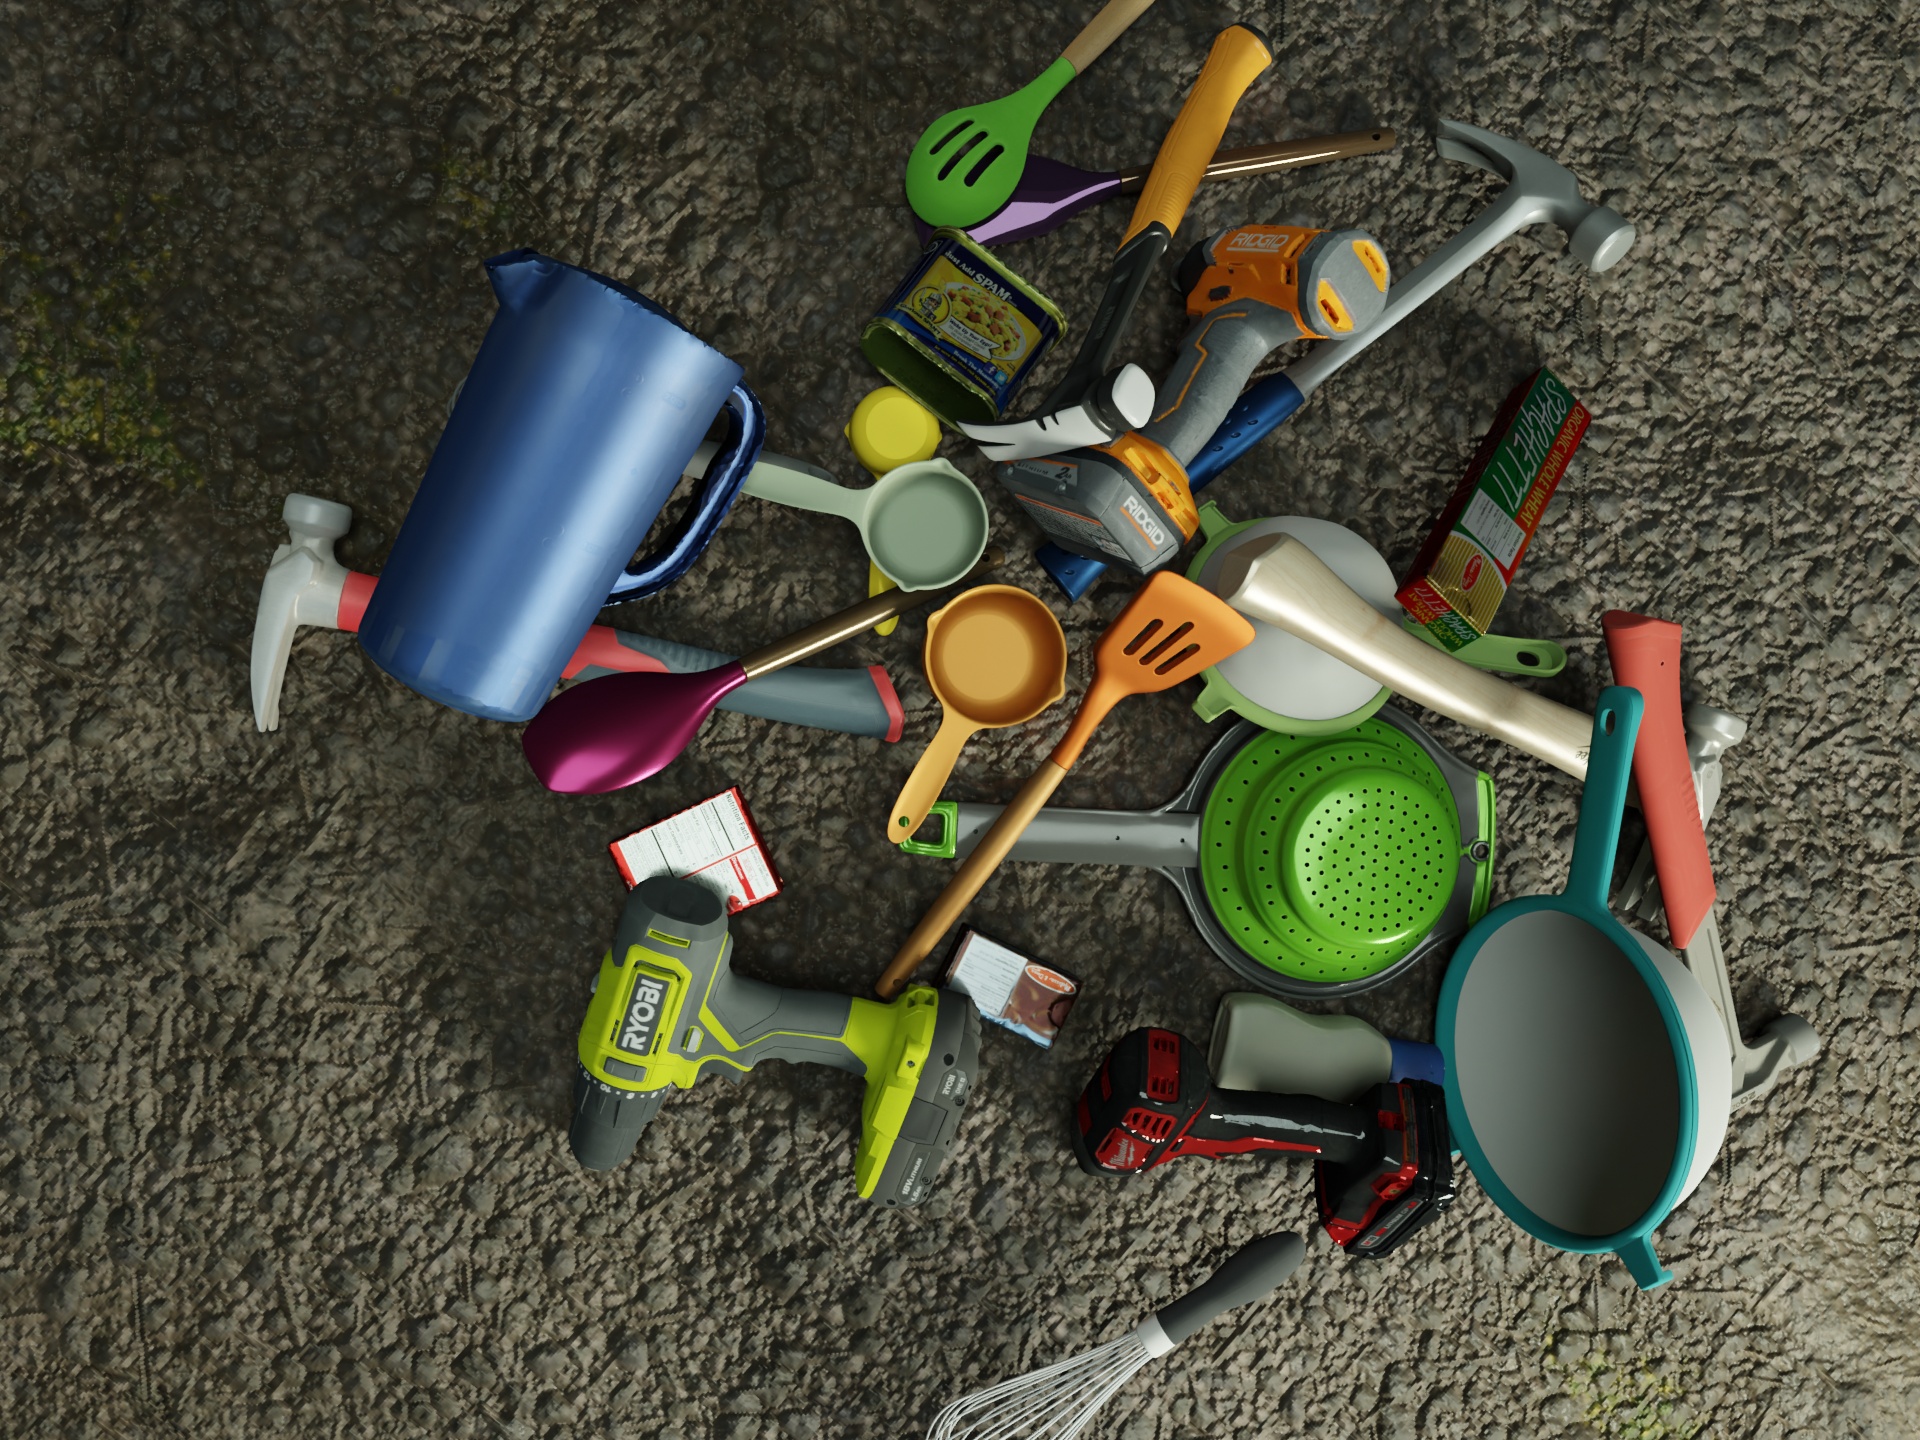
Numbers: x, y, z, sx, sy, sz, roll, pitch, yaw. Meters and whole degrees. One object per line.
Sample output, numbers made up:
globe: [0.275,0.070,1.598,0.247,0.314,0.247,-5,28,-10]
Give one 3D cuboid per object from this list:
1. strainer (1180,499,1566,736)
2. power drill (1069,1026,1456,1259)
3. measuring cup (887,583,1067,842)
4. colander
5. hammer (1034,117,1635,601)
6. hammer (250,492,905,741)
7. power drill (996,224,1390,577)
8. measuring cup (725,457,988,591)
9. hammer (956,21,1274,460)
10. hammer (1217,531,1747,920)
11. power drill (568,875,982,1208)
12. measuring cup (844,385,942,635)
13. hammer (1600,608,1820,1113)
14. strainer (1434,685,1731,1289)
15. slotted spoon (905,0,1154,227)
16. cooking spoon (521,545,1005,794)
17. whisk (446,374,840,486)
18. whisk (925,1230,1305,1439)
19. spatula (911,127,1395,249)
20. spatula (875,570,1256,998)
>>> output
strainer: [0.267,-0.064,0.987,0.256,0.069,0.152,8,67,-8]
power drill: [0.178,0.262,0.985,0.219,0.143,0.079,14,49,-7]
measuring cup: [-0.002,-0.003,0.991,0.095,0.052,0.173,29,90,-7]
colander: [0.162,0.078,0.990,0.397,0.094,0.204,3,91,-7]
hammer: [0.213,-0.220,0.999,0.405,0.035,0.144,-38,65,1]
hammer: [-0.226,-0.026,0.969,0.386,0.038,0.143,12,92,-7]
power drill: [0.128,-0.202,0.944,0.226,0.164,0.084,-50,123,-6]
measuring cup: [-0.065,-0.129,0.965,0.167,0.038,0.083,16,89,1]
hammer: [0.110,-0.293,0.945,0.034,0.127,0.337,42,60,-33]
hammer: [0.318,-0.002,0.973,0.410,0.038,0.146,22,92,-26]
power drill: [-0.118,0.212,0.961,0.228,0.080,0.190,18,109,-7]
measuring cup: [-0.043,-0.131,0.991,0.062,0.029,0.156,3,90,-7]
hammer: [0.451,0.099,1.010,0.149,0.037,0.358,-24,110,-10]
strainer: [0.400,0.148,0.962,0.095,0.211,0.340,2,100,-23]
slotted spoon: [0.083,-0.428,0.995,0.070,0.031,0.314,42,83,11]
cooking spoon: [-0.109,-0.040,0.954,0.319,0.017,0.069,-26,78,-20]
whisk: [-0.190,-0.168,0.968,0.239,0.055,0.055,12,90,-12]
whisk: [0.095,0.401,0.993,0.284,0.070,0.070,-35,96,4]
spatula: [0.125,-0.348,1.011,0.316,0.018,0.060,-11,88,-6]
spatula: [0.047,0.048,0.953,0.081,0.041,0.322,30,104,-27]
